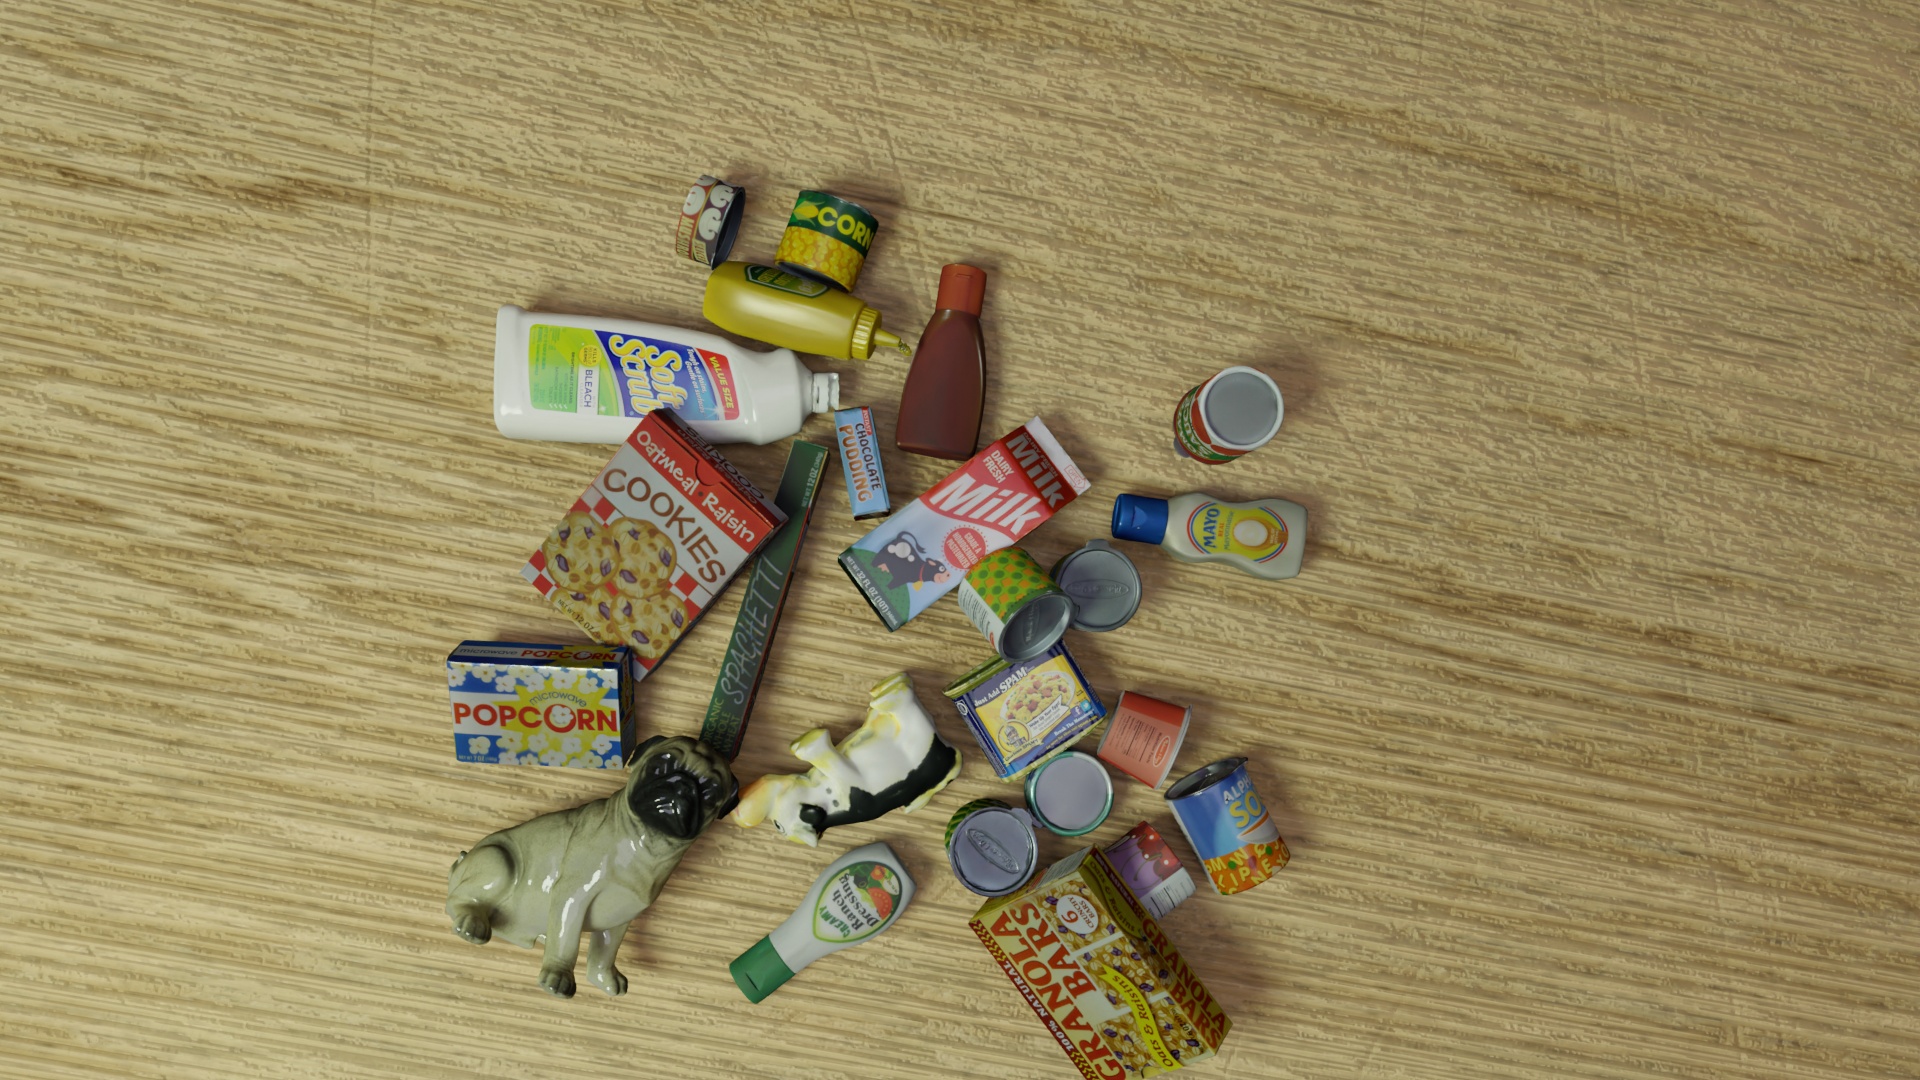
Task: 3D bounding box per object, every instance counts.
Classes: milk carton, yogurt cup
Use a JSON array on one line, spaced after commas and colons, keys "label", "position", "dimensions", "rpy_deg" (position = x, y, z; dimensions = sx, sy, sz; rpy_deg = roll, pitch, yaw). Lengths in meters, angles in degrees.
[{"label": "milk carton", "position": [0.004, -0.013, 1.058], "dimensions": [0.191, 0.073, 0.072], "rpy_deg": [-37, 89, -7]}, {"label": "yogurt cup", "position": [0.139, 0.150, 1.063], "dimensions": [0.054, 0.072, 0.072], "rpy_deg": [23, 85, 5]}]

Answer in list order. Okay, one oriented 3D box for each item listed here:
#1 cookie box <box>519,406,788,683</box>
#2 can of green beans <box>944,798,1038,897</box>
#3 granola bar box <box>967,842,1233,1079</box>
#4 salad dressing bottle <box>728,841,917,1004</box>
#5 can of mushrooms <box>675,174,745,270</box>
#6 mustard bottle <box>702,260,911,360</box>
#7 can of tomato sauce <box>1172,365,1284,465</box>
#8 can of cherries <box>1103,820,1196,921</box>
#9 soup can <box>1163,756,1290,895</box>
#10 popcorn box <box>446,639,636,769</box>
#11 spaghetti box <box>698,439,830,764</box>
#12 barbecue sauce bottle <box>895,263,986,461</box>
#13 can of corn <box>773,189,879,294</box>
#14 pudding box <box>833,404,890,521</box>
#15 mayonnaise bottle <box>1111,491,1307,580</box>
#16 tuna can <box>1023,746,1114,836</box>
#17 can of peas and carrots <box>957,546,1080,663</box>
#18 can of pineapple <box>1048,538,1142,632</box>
[{"label": "cookie box", "position": [-0.226, 0.004, 1.023], "dimensions": [0.123, 0.040, 0.167], "rpy_deg": [43, 107, -1]}, {"label": "can of green beans", "position": [0.022, 0.231, 1.049], "dimensions": [0.071, 0.058, 0.071], "rpy_deg": [0, 86, -4]}, {"label": "granola bar box", "position": [0.100, 0.319, 1.023], "dimensions": [0.123, 0.039, 0.165], "rpy_deg": [-37, 90, 38]}, {"label": "salad dressing bottle", "position": [-0.103, 0.288, 1.042], "dimensions": [0.148, 0.044, 0.064], "rpy_deg": [-37, 91, -6]}, {"label": "can of mushrooms", "position": [-0.191, -0.241, 1.060], "dimensions": [0.033, 0.071, 0.071], "rpy_deg": [20, 85, -2]}, {"label": "mustard bottle", "position": [-0.112, -0.170, 1.055], "dimensions": [0.160, 0.065, 0.048], "rpy_deg": [17, 117, 4]}, {"label": "can of tomato sauce", "position": [0.205, -0.095, 1.076], "dimensions": [0.071, 0.083, 0.071], "rpy_deg": [0, 86, -5]}, {"label": "can of cherries", "position": [0.135, 0.254, 1.055], "dimensions": [0.058, 0.071, 0.071], "rpy_deg": [-36, 90, -6]}, {"label": "soup can", "position": [0.206, 0.217, 1.061], "dimensions": [0.071, 0.071, 0.084], "rpy_deg": [-28, 89, -6]}, {"label": "popcorn box", "position": [-0.306, 0.120, 1.019], "dimensions": [0.127, 0.038, 0.085], "rpy_deg": [3, 111, 1]}, {"label": "spaghetti box", "position": [-0.148, 0.046, 1.052], "dimensions": [0.029, 0.050, 0.250], "rpy_deg": [17, 85, -2]}, {"label": "barbecue sauce bottle", "position": [-0.008, -0.139, 1.081], "dimensions": [0.065, 0.043, 0.148], "rpy_deg": [9, 85, -1]}, {"label": "can of corn", "position": [-0.102, -0.228, 1.066], "dimensions": [0.071, 0.071, 0.058], "rpy_deg": [21, 86, -3]}, {"label": "pudding box", "position": [-0.075, -0.058, 1.066], "dimensions": [0.030, 0.049, 0.083], "rpy_deg": [-11, 87, -4]}, {"label": "mayonnaise bottle", "position": [0.194, -0.009, 1.089], "dimensions": [0.148, 0.041, 0.065], "rpy_deg": [8, 87, -5]}, {"label": "tuna can", "position": [0.082, 0.195, 1.070], "dimensions": [0.071, 0.033, 0.071], "rpy_deg": [0, 86, -5]}, {"label": "can of peas and carrots", "position": [0.042, 0.045, 1.017], "dimensions": [0.071, 0.070, 0.059], "rpy_deg": [-37, 52, -6]}, {"label": "can of pineapple", "position": [0.102, 0.036, 1.070], "dimensions": [0.071, 0.058, 0.071], "rpy_deg": [0, 86, -5]}]
